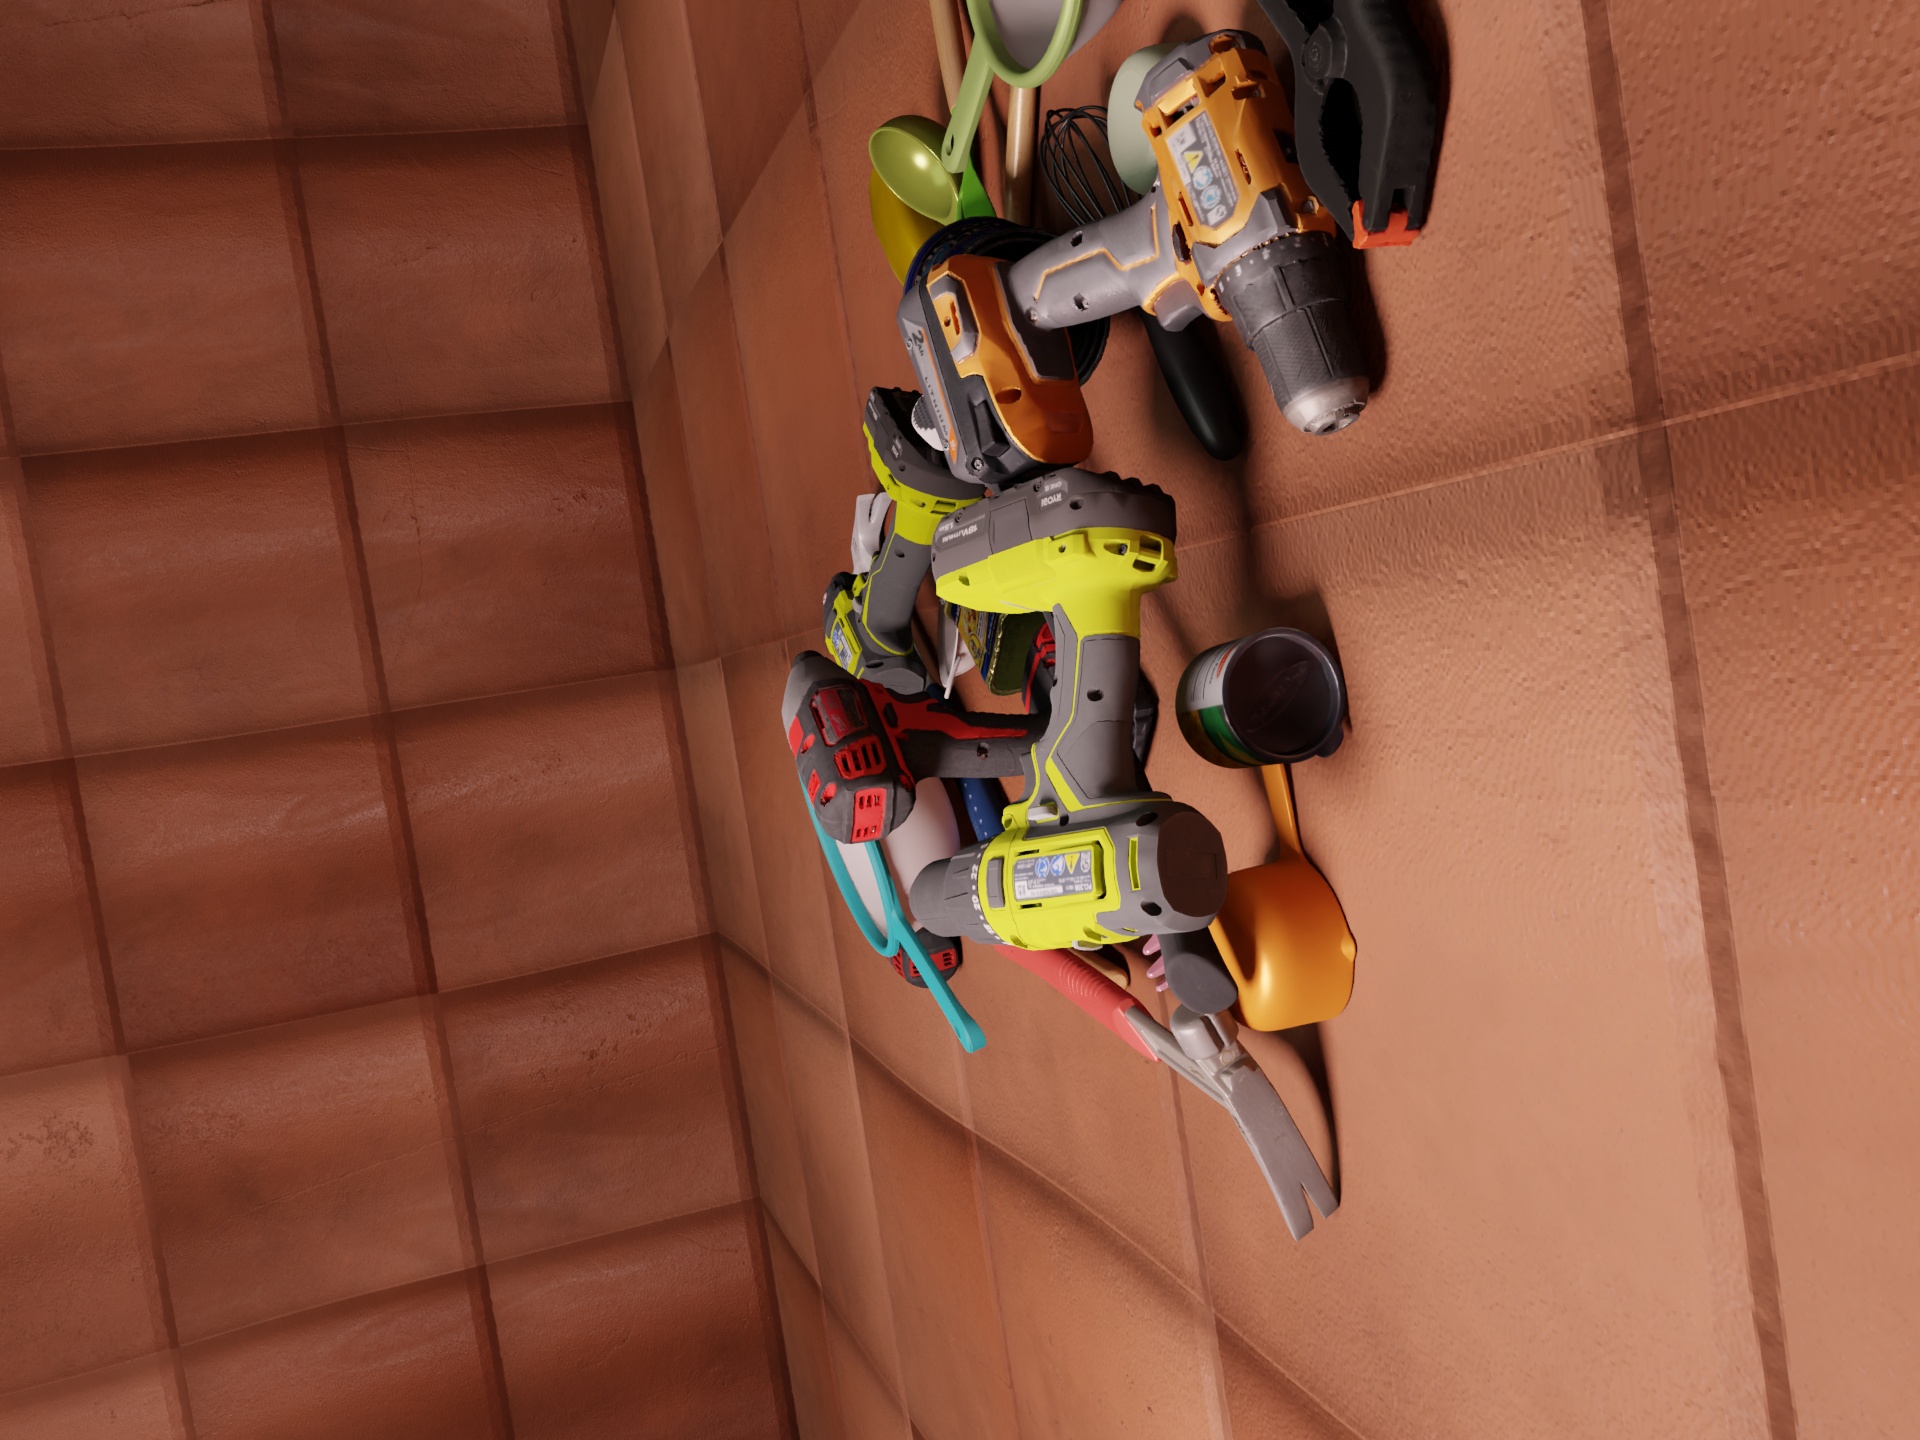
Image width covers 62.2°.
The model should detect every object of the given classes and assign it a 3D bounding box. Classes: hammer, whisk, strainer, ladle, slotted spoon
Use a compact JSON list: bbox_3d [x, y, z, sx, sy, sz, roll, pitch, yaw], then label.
[{"bbox_3d":[0.072,-0.017,0.912,0.149,0.036,0.409,37,-153,-50],"label":"hammer"},{"bbox_3d":[-0.028,-0.035,1.374,0.144,0.035,0.406,99,154,-45],"label":"hammer"},{"bbox_3d":[0.060,0.167,1.201,0.245,0.047,0.051,-160,63,-66],"label":"whisk"},{"bbox_3d":[0.046,-0.403,0.902,0.256,0.069,0.152,122,133,-65],"label":"strainer"},{"bbox_3d":[-0.031,0.120,1.276,0.341,0.095,0.210,54,158,41],"label":"strainer"},{"bbox_3d":[-0.015,-0.123,1.284,0.086,0.050,0.259,106,155,-51],"label":"strainer"},{"bbox_3d":[0.104,0.189,0.998,0.149,0.037,0.359,60,167,-17],"label":"hammer"},{"bbox_3d":[0.100,-0.241,0.863,0.055,0.055,0.239,118,134,-63],"label":"whisk"},{"bbox_3d":[0.003,-0.266,1.095,0.078,0.062,0.320,139,118,-74],"label":"ladle"},{"bbox_3d":[-0.003,-0.432,1.073,0.070,0.031,0.314,97,166,-73],"label":"slotted spoon"},{"bbox_3d":[0.039,-0.395,0.998,0.069,0.031,0.315,-110,18,-52],"label":"ladle"}]

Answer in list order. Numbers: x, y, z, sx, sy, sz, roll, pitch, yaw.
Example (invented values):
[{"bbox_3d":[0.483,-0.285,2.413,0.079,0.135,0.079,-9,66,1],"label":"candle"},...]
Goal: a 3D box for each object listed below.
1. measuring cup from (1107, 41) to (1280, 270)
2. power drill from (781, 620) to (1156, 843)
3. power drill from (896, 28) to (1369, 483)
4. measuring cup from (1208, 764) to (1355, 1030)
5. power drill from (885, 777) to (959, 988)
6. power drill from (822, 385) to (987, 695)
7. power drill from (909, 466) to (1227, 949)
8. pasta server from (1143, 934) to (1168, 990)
[{"bbox_3d":[0.116,-0.274,0.798,0.083,0.038,0.168,105,152,-52],"label":"measuring cup"},{"bbox_3d":[-0.002,-0.003,1.006,0.078,0.219,0.143,98,155,-43],"label":"power drill"},{"bbox_3d":[0.085,-0.190,0.772,0.226,0.084,0.185,-28,78,42],"label":"power drill"},{"bbox_3d":[0.154,0.079,0.841,0.095,0.052,0.173,174,85,-72],"label":"measuring cup"},{"bbox_3d":[-0.065,0.124,1.513,0.188,0.080,0.226,-145,45,-66],"label":"power drill"},{"bbox_3d":[-0.053,-0.137,1.240,0.171,0.080,0.223,-117,39,-50],"label":"power drill"},{"bbox_3d":[0.041,0.003,0.812,0.190,0.080,0.229,-14,74,47],"label":"power drill"},{"bbox_3d":[0.087,0.076,1.074,0.316,0.040,0.060,-128,24,-58],"label":"pasta server"}]
